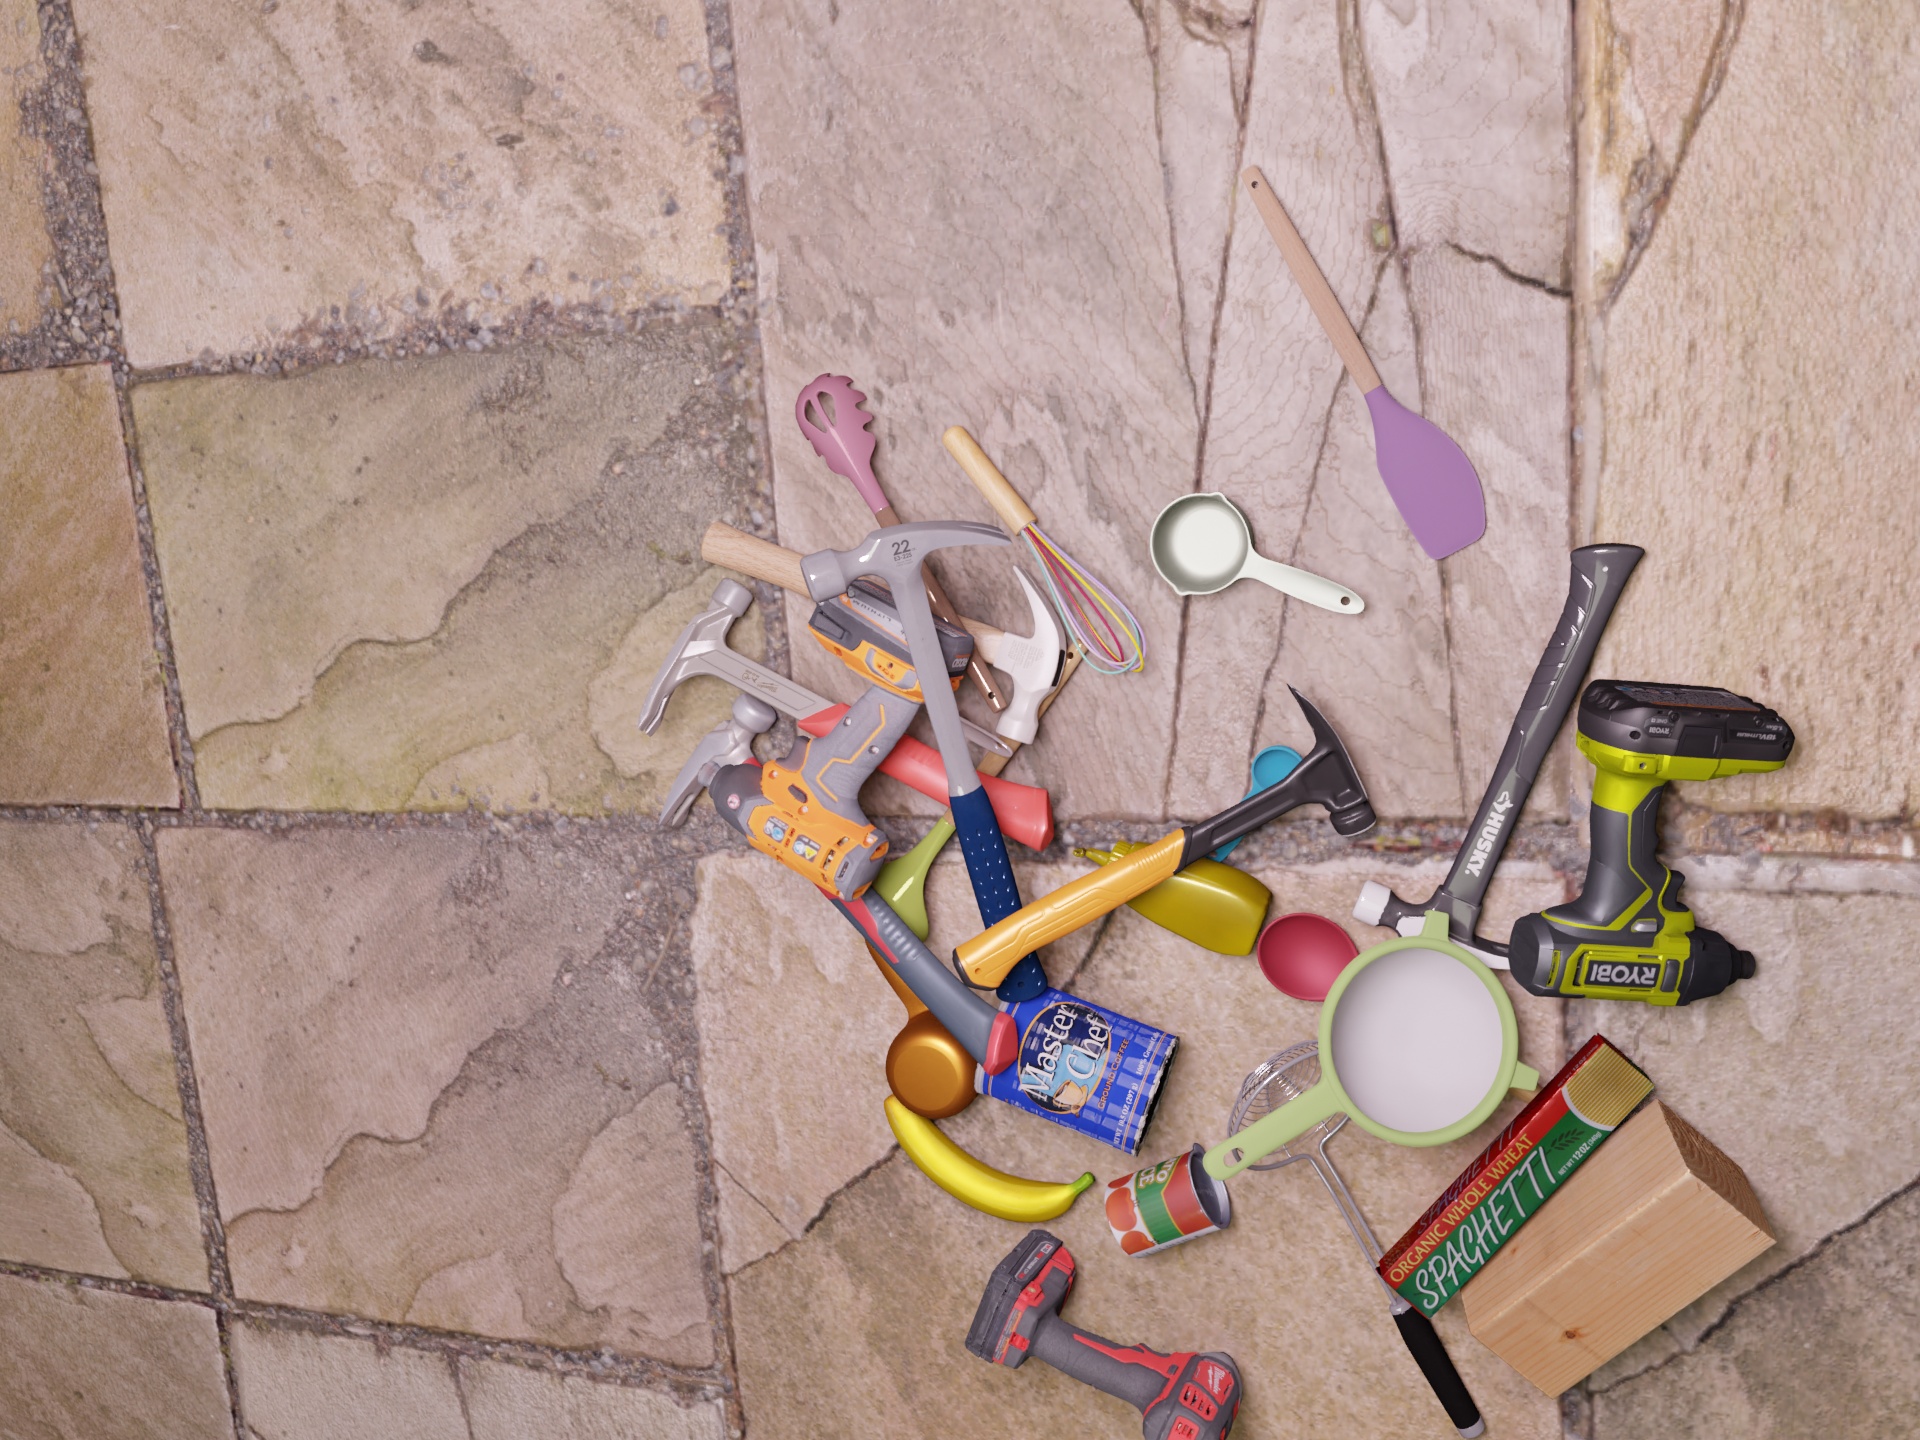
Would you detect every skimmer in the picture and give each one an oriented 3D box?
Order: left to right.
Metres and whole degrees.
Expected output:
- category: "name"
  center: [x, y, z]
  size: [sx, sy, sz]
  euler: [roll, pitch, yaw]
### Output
- category: "skimmer"
  center: [0.327, 0.414, 1.244]
  size: [0.127, 0.090, 0.363]
  euler: [-30, 93, -9]

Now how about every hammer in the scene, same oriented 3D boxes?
- category: "hammer"
  center: [-0.100, 0.153, 1.312]
  size: [0.387, 0.038, 0.143]
  euler: [45, 108, 24]
- category: "hammer"
  center: [-0.088, 0.020, 1.296]
  size: [0.359, 0.036, 0.149]
  euler: [27, 82, 17]
- category: "hammer"
  center: [-0.067, -0.099, 1.302]
  size: [0.331, 0.031, 0.130]
  euler: [22, 95, 18]
- category: "hammer"
  center: [0.007, 0.040, 1.181]
  size: [0.144, 0.035, 0.405]
  euler: [-19, 118, -6]
- category: "hammer"
  center: [0.141, 0.103, 1.200]
  size: [0.337, 0.034, 0.127]
  euler: [-29, 109, 3]
- category: "hammer"
  center: [0.416, 0.028, 1.160]
  size: [0.146, 0.035, 0.334]
  euler: [23, 108, 15]

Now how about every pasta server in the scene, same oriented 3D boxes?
- category: "pasta server"
  center: [-0.045, -0.143, 1.267]
  size: [0.060, 0.040, 0.316]
  euler: [-33, 82, 16]

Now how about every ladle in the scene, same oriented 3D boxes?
- category: "ladle"
  center: [0.011, 0.063, 1.317]
  size: [0.078, 0.062, 0.320]
  euler: [42, 105, 20]
- category: "ladle"
  center: [0.371, 0.245, 1.226]
  size: [0.315, 0.031, 0.069]
  euler: [31, 102, 9]

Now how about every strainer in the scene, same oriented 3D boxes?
- category: "strainer"
  center: [0.284, 0.261, 1.176]
  size: [0.256, 0.069, 0.151]
  euler: [-30, 89, -6]

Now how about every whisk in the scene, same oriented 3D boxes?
- category: "whisk"
  center: [0.064, -0.133, 1.253]
  size: [0.051, 0.047, 0.245]
  euler: [-39, 82, 11]

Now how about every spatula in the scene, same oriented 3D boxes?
- category: "spatula"
  center: [0.288, -0.263, 1.153]
  size: [0.060, 0.018, 0.316]
  euler: [-30, 91, 22]

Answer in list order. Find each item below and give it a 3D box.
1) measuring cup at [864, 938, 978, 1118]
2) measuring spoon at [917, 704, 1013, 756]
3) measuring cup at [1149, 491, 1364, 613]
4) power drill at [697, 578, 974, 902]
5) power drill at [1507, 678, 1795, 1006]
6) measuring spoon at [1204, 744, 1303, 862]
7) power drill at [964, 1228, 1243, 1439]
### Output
- category: "measuring cup"
  center: [-0.043, 0.262, 1.366]
  size: [0.095, 0.052, 0.173]
  euler: [-31, 92, 23]
- category: "measuring spoon"
  center: [-0.002, -0.004, 1.298]
  size: [0.124, 0.018, 0.034]
  euler: [31, 149, 28]
- category: "measuring cup"
  center: [0.225, -0.118, 1.198]
  size: [0.167, 0.038, 0.083]
  euler: [23, 108, 12]
- category: "power drill"
  center: [-0.102, 0.006, 1.234]
  size: [0.164, 0.084, 0.226]
  euler: [28, 102, 14]
- category: "power drill"
  center: [0.491, 0.091, 1.112]
  size: [0.171, 0.080, 0.223]
  euler: [4, 107, -6]
- category: "measuring spoon"
  center: [0.226, 0.067, 1.250]
  size: [0.042, 0.021, 0.128]
  euler: [35, 120, 2]
- category: "power drill"
  center: [0.128, 0.522, 1.320]
  size: [0.220, 0.143, 0.078]
  euler: [25, 105, 20]
